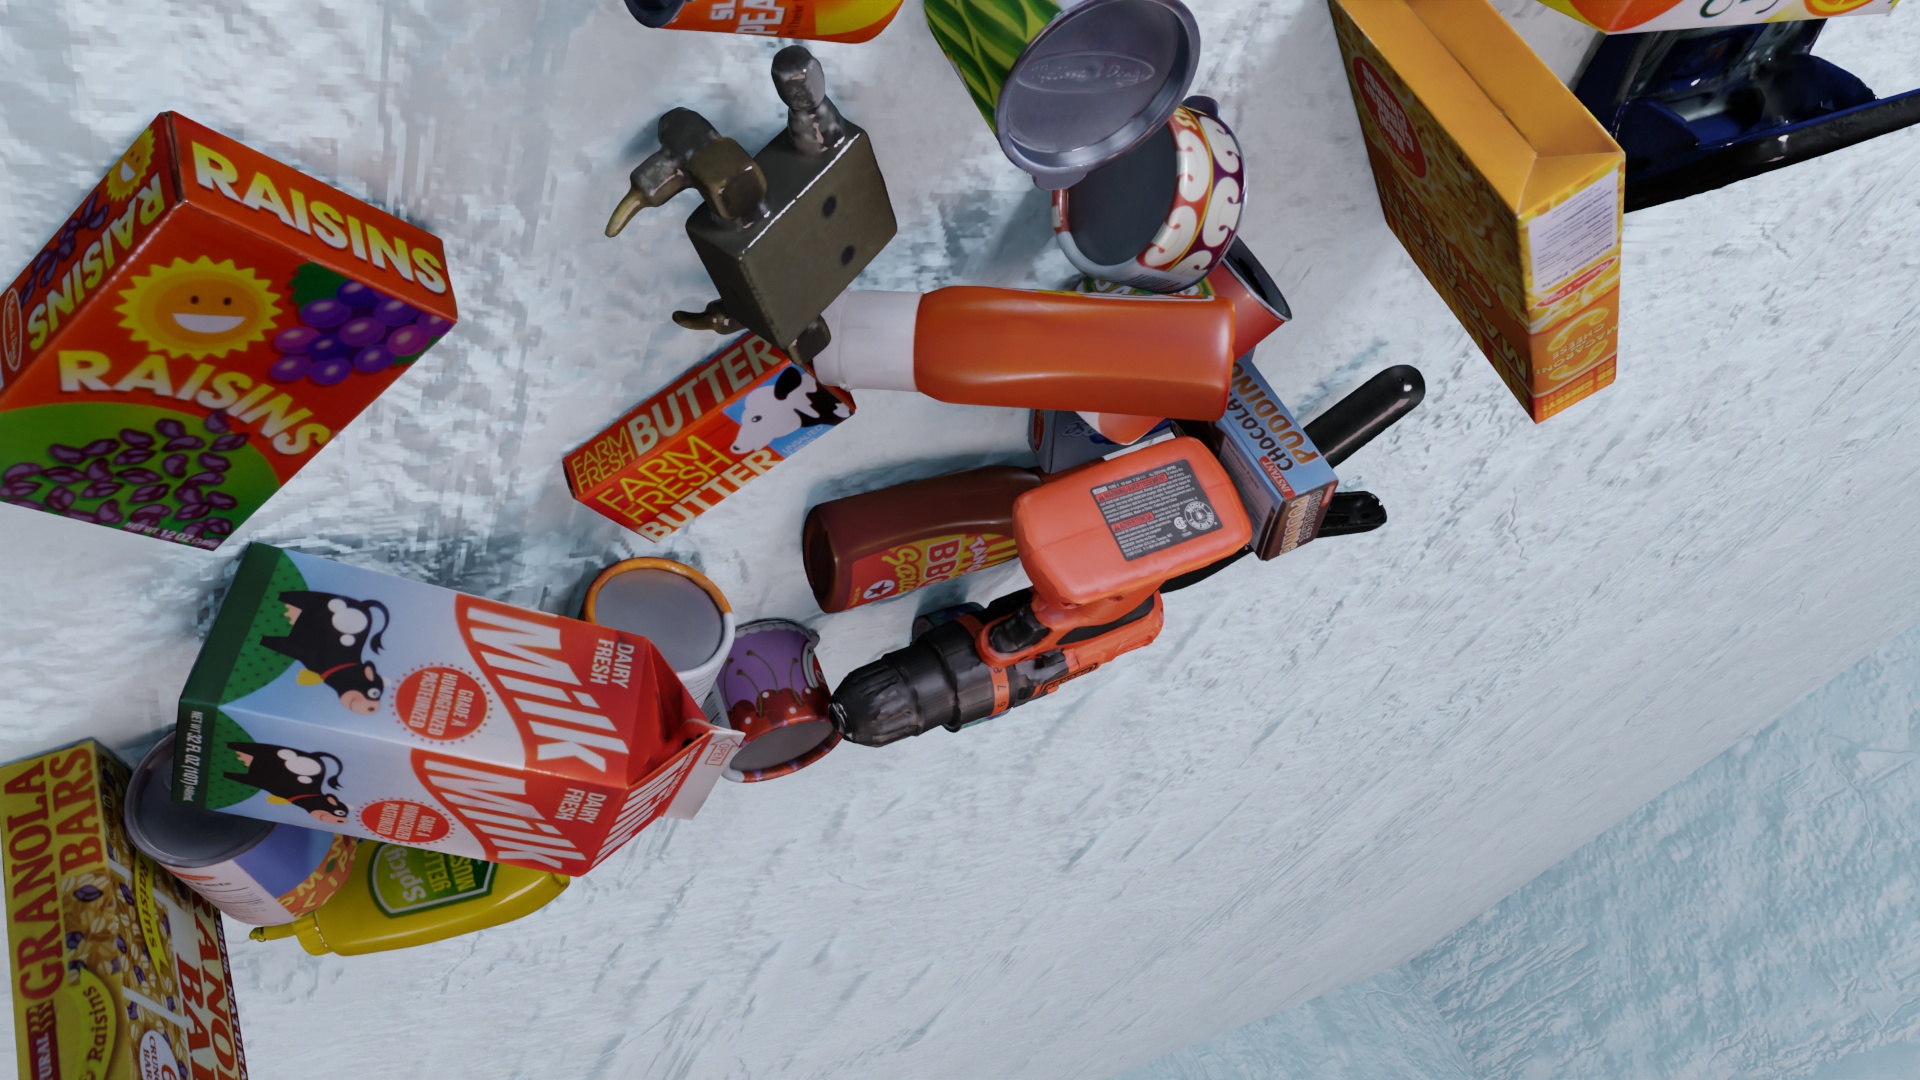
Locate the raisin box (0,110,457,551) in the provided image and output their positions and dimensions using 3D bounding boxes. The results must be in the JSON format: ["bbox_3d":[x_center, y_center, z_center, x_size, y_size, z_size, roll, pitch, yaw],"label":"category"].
[{"bbox_3d":[-0.220,-0.054,0.400,0.123,0.040,0.086,-36,149,20],"label":"raisin box"}]

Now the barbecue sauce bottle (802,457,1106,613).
[{"bbox_3d":[0.002,-0.008,0.652,0.149,0.044,0.064,-15,155,-21],"label":"barbecue sauce bottle"}]

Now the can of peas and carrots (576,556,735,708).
[{"bbox_3d":[-0.140,0.048,0.609,0.071,0.071,0.058,-5,144,-34],"label":"can of peas and carrots"}]

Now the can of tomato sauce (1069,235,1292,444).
[{"bbox_3d":[0.078,-0.088,0.557,0.083,0.071,0.071,-39,149,24],"label":"can of tomato sauce"}]

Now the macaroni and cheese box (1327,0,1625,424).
[{"bbox_3d":[0.198,-0.131,0.524,0.040,0.124,0.166,-31,151,12],"label":"macaroni and cheese box"}]

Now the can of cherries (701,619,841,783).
[{"bbox_3d":[-0.096,0.081,0.704,0.071,0.058,0.071,-19,151,-11],"label":"can of cherries"}]

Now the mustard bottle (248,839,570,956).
[{"bbox_3d":[-0.284,0.178,0.708,0.160,0.065,0.048,-18,155,-6],"label":"mustard bottle"}]

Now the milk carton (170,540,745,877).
[{"bbox_3d":[-0.184,0.072,0.530,0.191,0.074,0.072,17,134,-19],"label":"milk carton"}]

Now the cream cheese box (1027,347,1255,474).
[{"bbox_3d":[0.083,-0.069,0.638,0.104,0.024,0.053,-20,151,-12],"label":"cream cheese box"}]

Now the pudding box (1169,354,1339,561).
[{"bbox_3d":[0.126,-0.039,0.606,0.030,0.084,0.049,-22,150,-13],"label":"pudding box"}]

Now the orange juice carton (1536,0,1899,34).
[{"bbox_3d":[0.255,-0.225,0.468,0.193,0.073,0.071,-12,149,-23],"label":"orange juice carton"}]

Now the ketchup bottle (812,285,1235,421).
[{"bbox_3d":[0.023,-0.069,0.502,0.149,0.043,0.065,4,179,8],"label":"ketchup bottle"}]

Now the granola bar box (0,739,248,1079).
[{"bbox_3d":[-0.334,0.180,0.563,0.039,0.166,0.123,-19,150,-15],"label":"granola bar box"}]

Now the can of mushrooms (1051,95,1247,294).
[{"bbox_3d":[0.066,-0.125,0.490,0.033,0.071,0.070,2,140,-39],"label":"can of mushrooms"}]

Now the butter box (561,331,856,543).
[{"bbox_3d":[-0.097,-0.041,0.538,0.103,0.024,0.053,-32,152,10],"label":"butter box"}]

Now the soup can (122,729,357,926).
[{"bbox_3d":[-0.302,0.119,0.594,0.071,0.071,0.083,-18,151,-14],"label":"soup can"}]

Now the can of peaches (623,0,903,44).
[{"bbox_3d":[-0.047,-0.156,0.339,0.058,0.071,0.071,-8,146,-32],"label":"can of peaches"}]

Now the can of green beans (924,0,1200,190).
[{"bbox_3d":[0.029,-0.154,0.418,0.071,0.058,0.071,-20,151,-12],"label":"can of green beans"}]

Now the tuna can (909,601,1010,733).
[{"bbox_3d":[0.000,0.068,0.756,0.033,0.071,0.070,-15,149,-21],"label":"tuna can"}]
